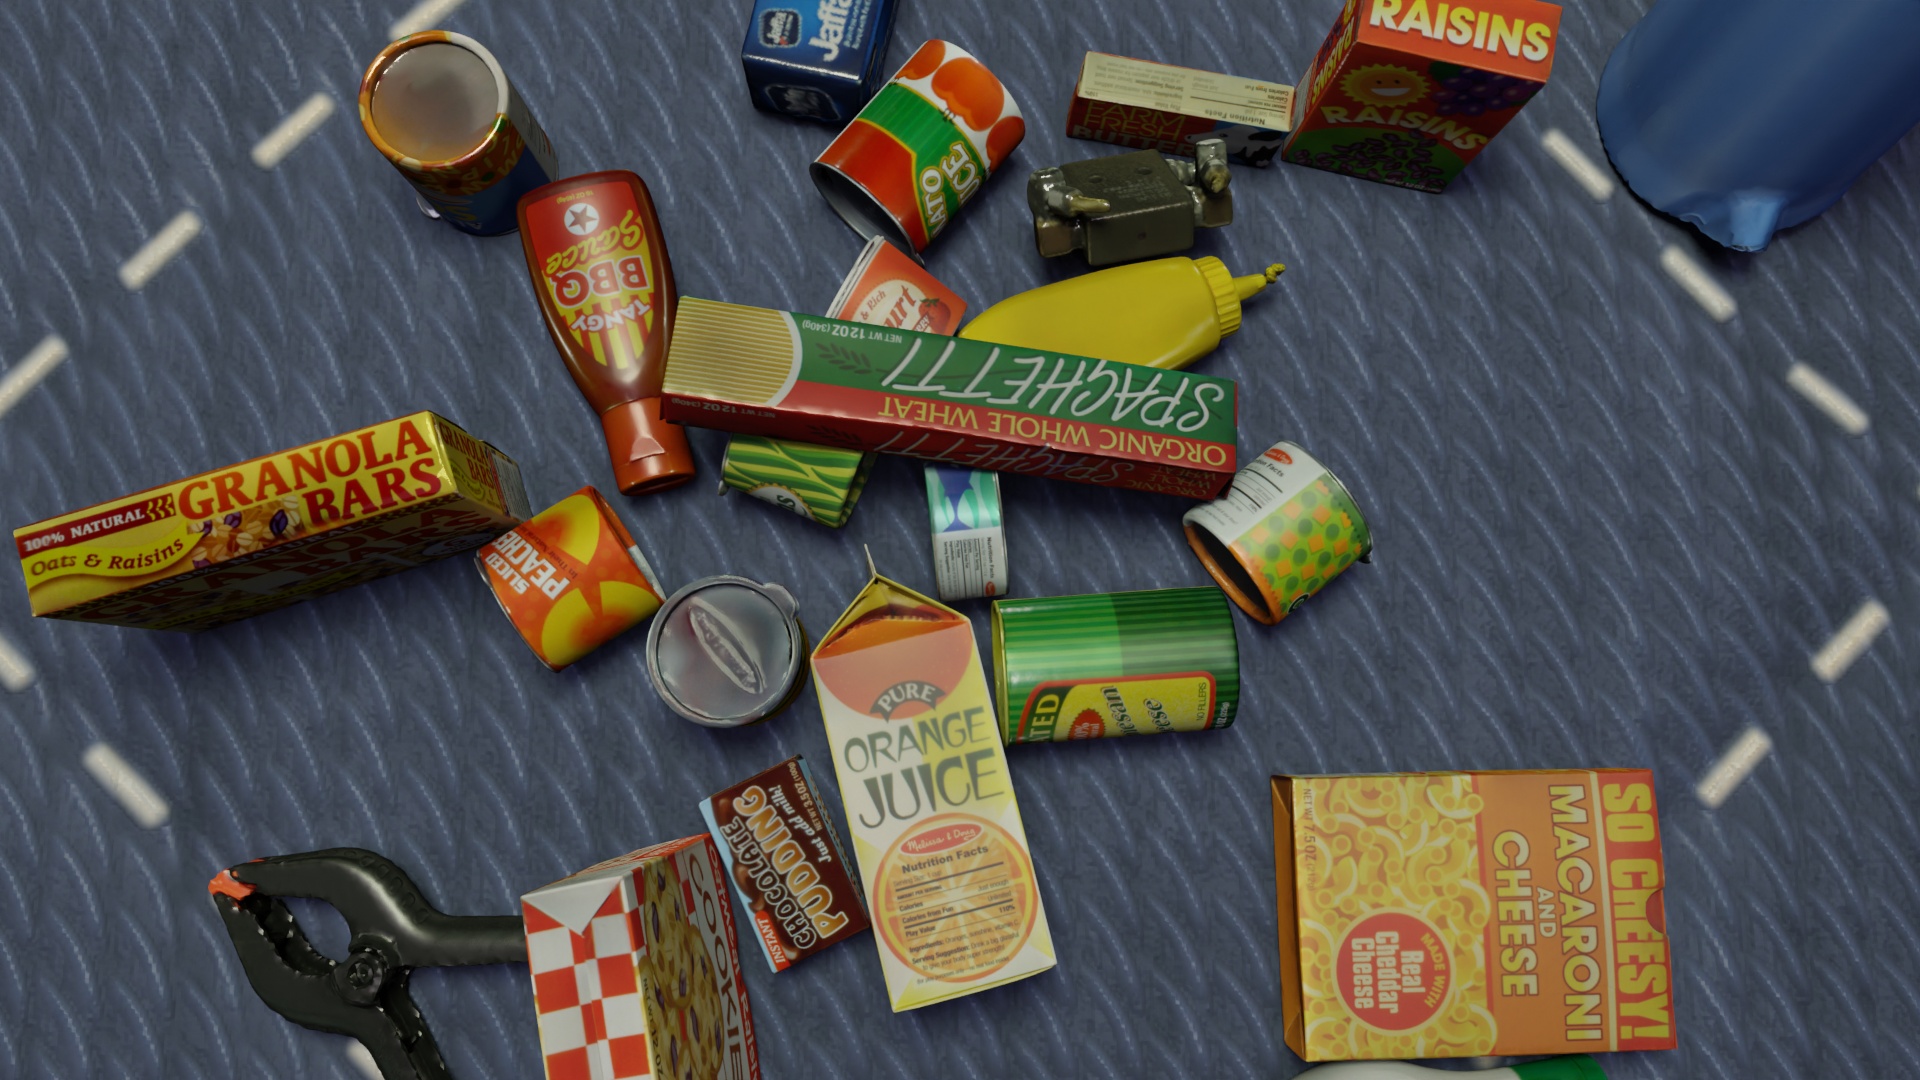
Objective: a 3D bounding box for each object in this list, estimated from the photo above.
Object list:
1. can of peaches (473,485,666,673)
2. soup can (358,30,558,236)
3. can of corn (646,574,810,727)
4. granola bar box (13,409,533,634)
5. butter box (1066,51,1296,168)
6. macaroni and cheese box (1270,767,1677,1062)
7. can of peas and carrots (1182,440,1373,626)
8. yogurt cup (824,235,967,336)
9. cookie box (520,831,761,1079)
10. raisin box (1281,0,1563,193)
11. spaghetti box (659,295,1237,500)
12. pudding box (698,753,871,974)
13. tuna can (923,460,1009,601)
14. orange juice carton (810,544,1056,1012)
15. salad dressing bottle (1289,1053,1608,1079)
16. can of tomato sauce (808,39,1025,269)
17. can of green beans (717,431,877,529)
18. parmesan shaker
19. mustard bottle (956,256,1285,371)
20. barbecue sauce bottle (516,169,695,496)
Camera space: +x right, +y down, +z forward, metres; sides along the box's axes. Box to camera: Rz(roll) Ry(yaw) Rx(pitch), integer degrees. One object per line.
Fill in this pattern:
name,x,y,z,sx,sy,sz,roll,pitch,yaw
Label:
can of peaches,-0.174,0.016,0.622,0.058,0.071,0.071,-31,84,-7
soup can,-0.233,-0.185,0.643,0.071,0.083,0.071,0,82,-1
can of corn,-0.100,0.050,0.626,0.071,0.058,0.071,0,82,-2
granola bar box,-0.282,-0.005,0.595,0.166,0.124,0.039,-17,84,-4
butter box,0.105,-0.208,0.673,0.103,0.053,0.024,9,85,0
macaroni and cheese box,0.230,0.167,0.628,0.166,0.040,0.124,-1,83,-2
can of peas and carrots,0.146,-0.001,0.638,0.059,0.071,0.071,-37,85,-6
yogurt cup,-0.033,-0.100,0.648,0.054,0.072,0.072,30,82,-6
cookie box,-0.119,0.187,0.551,0.040,0.167,0.123,-12,83,0
raisin box,0.207,-0.209,0.641,0.086,0.123,0.040,13,82,0
spaghetti box,-0.001,-0.061,0.602,0.250,0.028,0.050,8,65,-6
pudding box,-0.079,0.145,0.627,0.050,0.030,0.084,-24,83,-4
tuna can,0.002,-0.008,0.635,0.033,0.071,0.071,-6,82,-1
orange juice carton,-0.018,0.097,0.615,0.073,0.071,0.193,-14,83,-4
salad dressing bottle,0.211,0.257,0.614,0.148,0.044,0.064,-8,82,-4
can of tomato sauce,-0.018,-0.183,0.658,0.071,0.071,0.083,40,82,4
can of green beans,-0.070,-0.045,0.637,0.058,0.071,0.071,22,82,1
parmesan shaker,0.068,0.055,0.624,0.103,0.071,0.071,-4,82,-2
mustard bottle,0.080,-0.100,0.658,0.160,0.049,0.065,-19,90,-5
barbecue sauce bottle,-0.160,-0.096,0.653,0.065,0.043,0.148,-16,83,-6
